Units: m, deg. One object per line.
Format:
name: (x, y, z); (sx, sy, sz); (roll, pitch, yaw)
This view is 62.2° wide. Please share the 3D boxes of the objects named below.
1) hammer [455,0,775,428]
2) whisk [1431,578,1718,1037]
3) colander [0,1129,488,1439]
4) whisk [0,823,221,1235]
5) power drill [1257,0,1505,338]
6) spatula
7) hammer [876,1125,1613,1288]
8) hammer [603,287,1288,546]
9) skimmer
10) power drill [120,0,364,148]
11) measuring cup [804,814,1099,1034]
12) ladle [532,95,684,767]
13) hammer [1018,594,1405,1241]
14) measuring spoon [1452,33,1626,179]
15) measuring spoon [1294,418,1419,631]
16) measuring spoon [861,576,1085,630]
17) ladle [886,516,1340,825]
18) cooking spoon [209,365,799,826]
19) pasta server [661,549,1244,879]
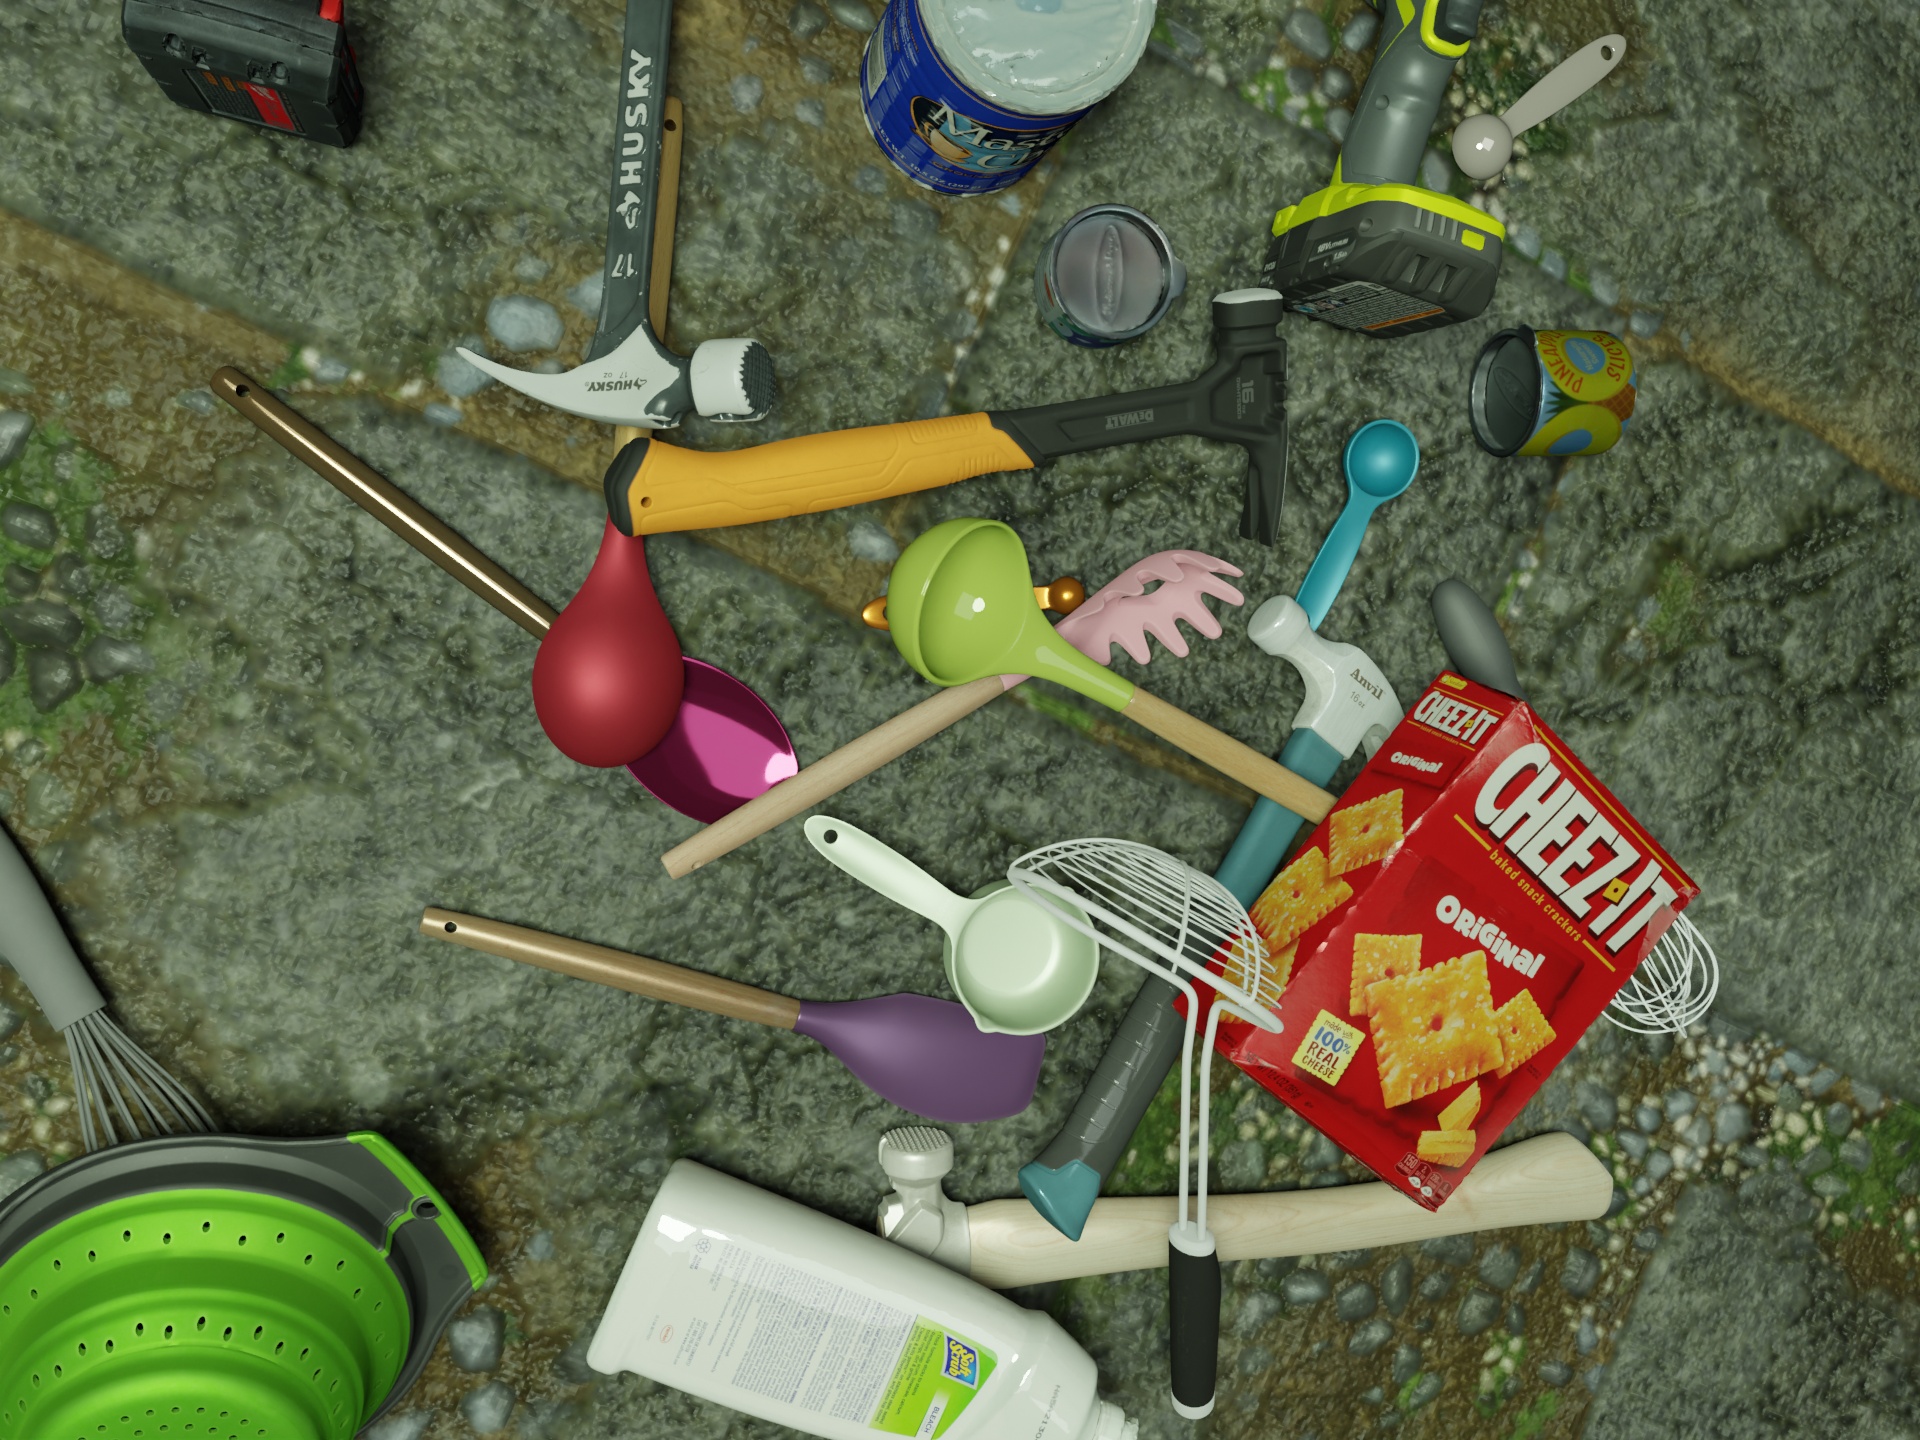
hammer: (-0.142, -0.333, 0.713); (0.149, 0.036, 0.409); (2, 86, 21)
whisk: (0.328, 0.049, 0.862); (0.070, 0.070, 0.284); (-31, 96, -10)
colander: (-0.395, 0.317, 0.657); (0.397, 0.095, 0.204); (-26, 120, -3)
whisk: (-0.389, 0.130, 0.696); (0.055, 0.055, 0.239); (-29, 95, -10)
power drill: (0.225, -0.307, 0.756); (0.080, 0.171, 0.223); (14, 93, -15)
spatula: (-0.106, 0.140, 0.779); (0.315, 0.018, 0.060); (18, 83, -15)
hammer: (0.158, 0.276, 0.843); (0.410, 0.038, 0.146); (-1, 95, -14)
hammer: (0.003, -0.122, 0.753); (0.337, 0.034, 0.127); (-11, 111, -17)
skimmer: (0.085, 0.205, 0.714); (0.090, 0.127, 0.363); (-29, 127, -36)
power drill: (-0.272, -0.361, 0.645); (0.078, 0.143, 0.219); (10, 93, -17)
measuring cup: (-0.009, 0.092, 0.791); (0.167, 0.038, 0.083); (33, 85, -12)
ladle: (-0.150, -0.135, 0.738); (0.069, 0.031, 0.315); (7, 86, -21)
hammer: (0.126, 0.106, 0.804); (0.128, 0.033, 0.331); (37, 77, -19)
measuring spoon: (0.315, -0.334, 0.852); (0.124, 0.018, 0.034); (-38, 101, -10)
measuring spoon: (0.200, -0.099, 0.843); (0.042, 0.021, 0.128); (23, 97, -18)
measuring spoon: (0.008, -0.058, 0.797); (0.117, 0.011, 0.021); (-6, 95, -13)
ladle: (0.105, 0.002, 0.753); (0.320, 0.062, 0.078); (28, 87, -17)
cooking spoon: (-0.208, -0.057, 0.742); (0.318, 0.017, 0.069); (39, 80, -13)
pasta server: (-0.001, -0.002, 0.779); (0.316, 0.040, 0.060); (-30, 145, -11)
